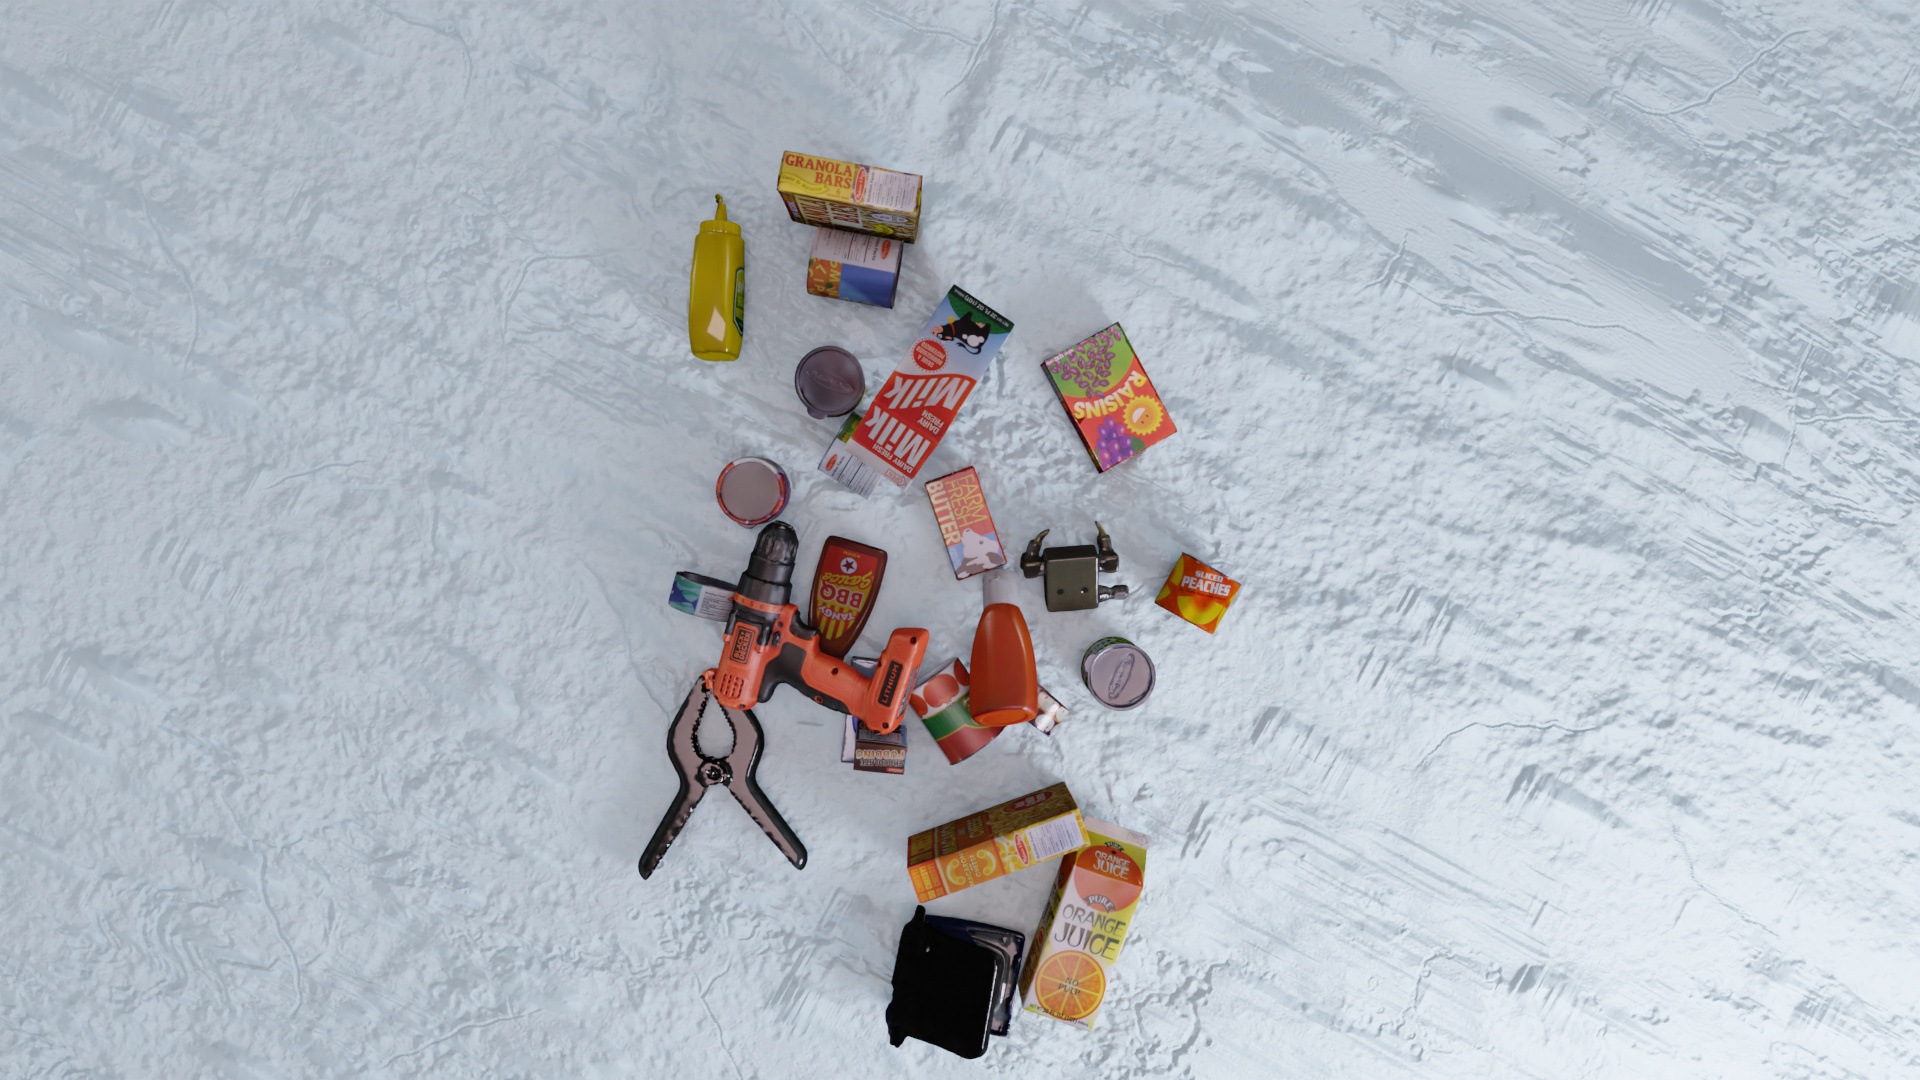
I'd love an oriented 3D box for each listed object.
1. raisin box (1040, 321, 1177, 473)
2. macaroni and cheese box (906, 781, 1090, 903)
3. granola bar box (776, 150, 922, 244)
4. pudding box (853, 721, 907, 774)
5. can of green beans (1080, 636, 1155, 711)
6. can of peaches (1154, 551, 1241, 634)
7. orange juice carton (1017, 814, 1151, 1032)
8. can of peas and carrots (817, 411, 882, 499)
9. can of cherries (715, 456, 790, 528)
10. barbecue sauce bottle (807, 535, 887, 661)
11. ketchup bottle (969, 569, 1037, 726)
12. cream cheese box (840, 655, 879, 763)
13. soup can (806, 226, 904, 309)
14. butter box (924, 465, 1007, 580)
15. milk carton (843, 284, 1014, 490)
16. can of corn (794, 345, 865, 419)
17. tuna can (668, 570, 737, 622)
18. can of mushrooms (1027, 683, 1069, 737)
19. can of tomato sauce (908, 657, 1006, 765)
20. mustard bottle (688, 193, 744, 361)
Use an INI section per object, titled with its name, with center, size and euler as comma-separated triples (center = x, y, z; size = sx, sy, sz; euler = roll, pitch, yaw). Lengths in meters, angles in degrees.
[raisin box]
center = 0.144, -0.139, 1.358
size = 0.086, 0.040, 0.123
euler = -29, 92, -2
[macaroni and cheese box]
center = 0.034, 0.287, 1.325
size = 0.166, 0.124, 0.040
euler = -19, 92, -1
[granola bar box]
center = -0.099, -0.313, 1.279
size = 0.124, 0.165, 0.039
euler = 10, 93, -3
[pudding box]
center = -0.075, 0.195, 1.312
size = 0.050, 0.084, 0.030
euler = 6, 95, -4
[can of green beans]
center = 0.153, 0.129, 1.358
size = 0.071, 0.058, 0.071
euler = 0, 92, -2
[can of peaches]
center = 0.231, 0.052, 1.352
size = 0.071, 0.071, 0.058
euler = 30, 92, -3
[orange juice carton]
center = 0.122, 0.368, 1.357
size = 0.072, 0.073, 0.192
euler = 20, 91, -3
[can of peas and carrots]
center = -0.095, -0.083, 1.338
size = 0.059, 0.071, 0.071
euler = 32, 91, -4
[can of cherries]
center = -0.199, -0.045, 1.337
size = 0.071, 0.058, 0.071
euler = 0, 92, -2
[barbecue sauce bottle]
center = -0.120, 0.073, 1.352
size = 0.065, 0.043, 0.148
euler = 17, 92, 3
[ketchup bottle]
center = 0.040, 0.101, 1.328
size = 0.064, 0.043, 0.149
euler = -13, 60, 22
[cream cheese box]
center = -0.086, 0.168, 1.366
size = 0.053, 0.024, 0.103
euler = 6, 92, -2
[soup can]
center = -0.101, -0.259, 1.332
size = 0.084, 0.071, 0.071
euler = 9, 92, -2
[butter box]
center = 0.005, -0.017, 1.363
size = 0.053, 0.024, 0.103
euler = -19, 93, -1
[milk carton]
center = -0.032, -0.138, 1.300
size = 0.072, 0.073, 0.191
euler = 34, 67, -3
[can of corn]
center = -0.126, -0.149, 1.337
size = 0.071, 0.058, 0.071
euler = 0, 92, -3
[tuna can]
center = -0.247, 0.053, 1.336
size = 0.071, 0.071, 0.033
euler = 16, 93, -3
[can of mushrooms]
center = 0.072, 0.159, 1.352
size = 0.071, 0.071, 0.033
euler = 40, 89, -3
[can of tomato sauce]
center = -0.005, 0.164, 1.347
size = 0.071, 0.071, 0.083
euler = -34, 92, -1
[mustard bottle]
center = -0.231, -0.253, 1.328
size = 0.049, 0.065, 0.160
euler = 2, 88, 2
